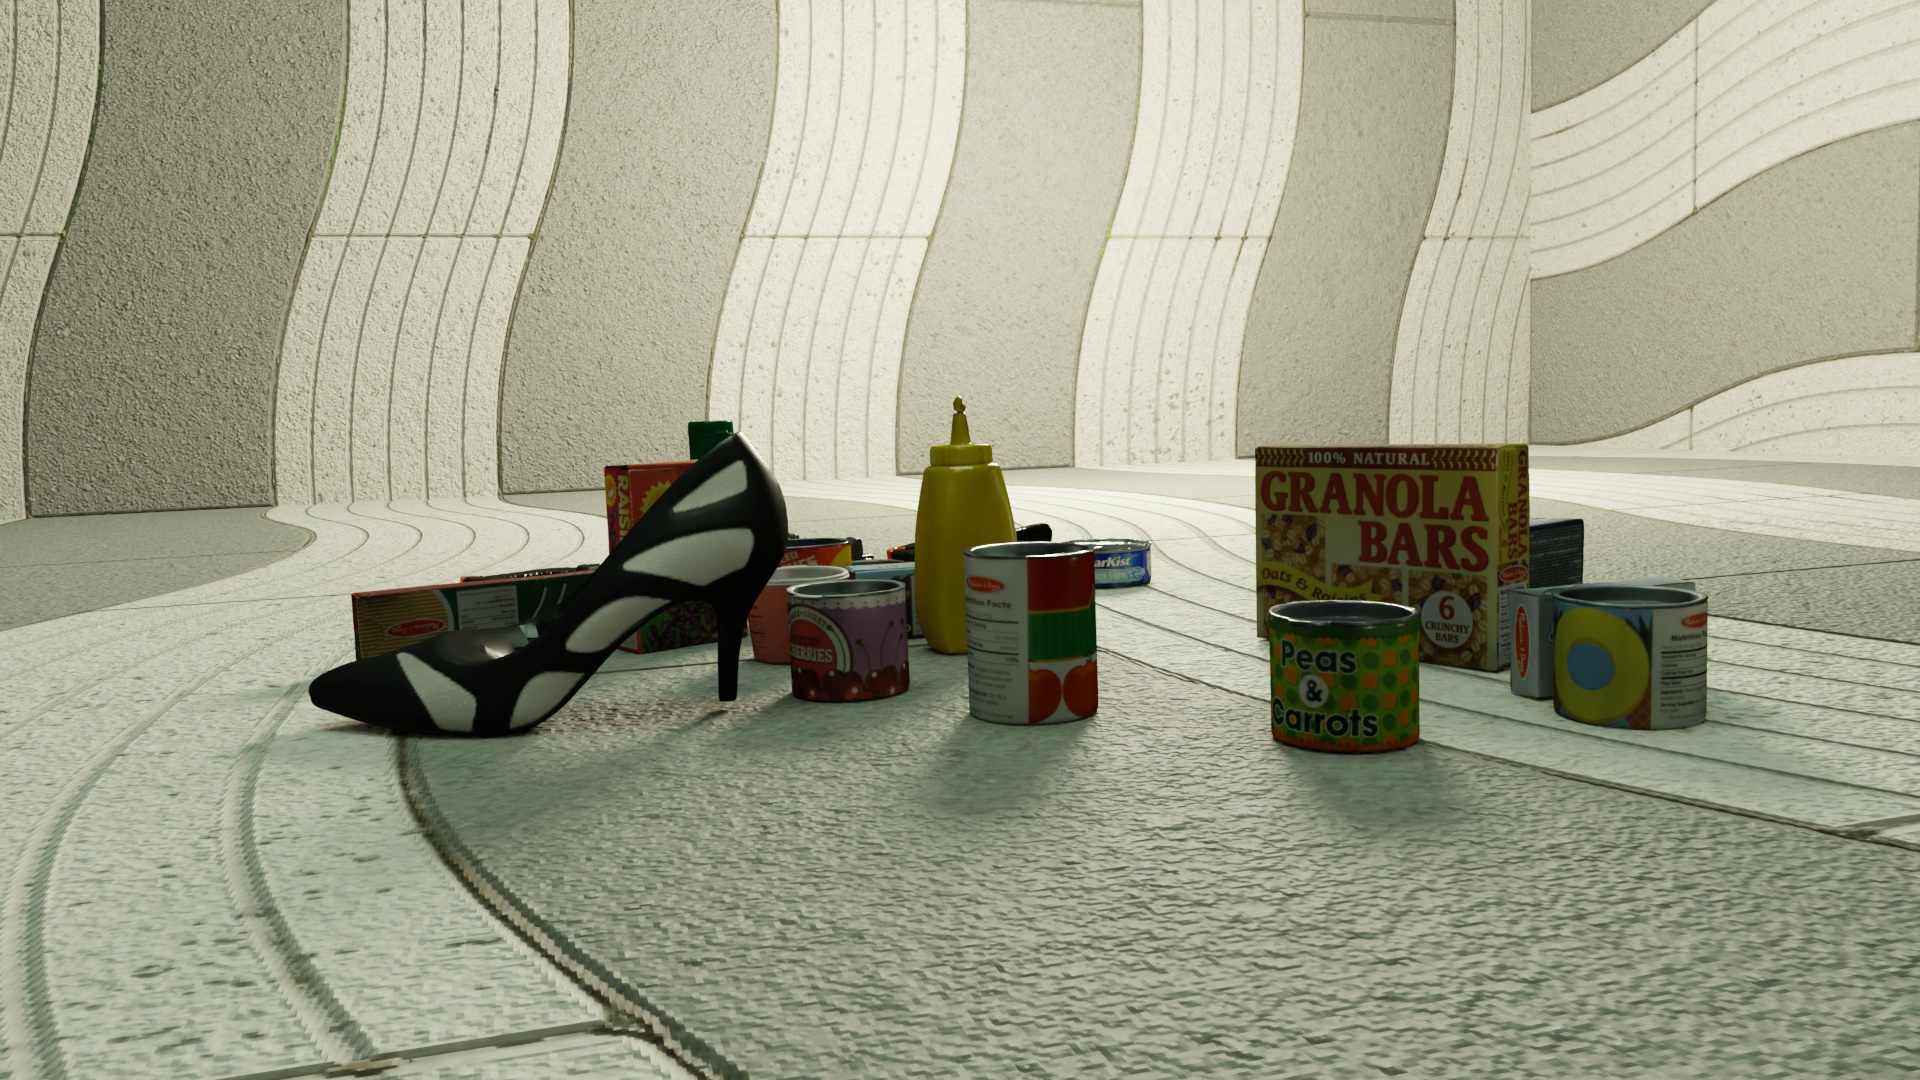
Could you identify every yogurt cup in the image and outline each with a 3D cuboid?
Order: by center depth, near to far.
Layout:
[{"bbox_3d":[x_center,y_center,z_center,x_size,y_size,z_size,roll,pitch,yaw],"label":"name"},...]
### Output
[{"bbox_3d":[-0.103,0.046,0.870,0.072,0.054,0.072,-2,6,0],"label":"yogurt cup"}]

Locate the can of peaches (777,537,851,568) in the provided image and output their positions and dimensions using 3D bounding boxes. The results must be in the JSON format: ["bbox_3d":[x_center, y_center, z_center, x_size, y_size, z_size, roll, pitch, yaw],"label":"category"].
[{"bbox_3d":[-0.113,0.030,1.018,0.071,0.058,0.071,-2,6,0],"label":"can of peaches"}]

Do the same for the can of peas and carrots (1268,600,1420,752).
[{"bbox_3d":[0.171,0.060,0.624,0.071,0.058,0.071,-2,6,0],"label":"can of peas and carrots"}]

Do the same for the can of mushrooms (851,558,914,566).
[{"bbox_3d":[-0.067,0.035,1.076,0.071,0.033,0.071,-2,6,0],"label":"can of mushrooms"}]

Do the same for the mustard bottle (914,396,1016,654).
[{"bbox_3d":[0.003,-0.011,0.876,0.065,0.160,0.049,-5,6,-28],"label":"mustard bottle"}]

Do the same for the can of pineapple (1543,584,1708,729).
[{"bbox_3d":[0.312,0.053,0.652,0.071,0.057,0.071,-2,6,0],"label":"can of pineapple"}]

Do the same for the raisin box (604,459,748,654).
[{"bbox_3d":[-0.190,0.008,0.933,0.086,0.123,0.040,-6,7,-40],"label":"raisin box"}]

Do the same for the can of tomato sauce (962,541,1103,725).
[{"bbox_3d":[0.037,0.045,0.698,0.071,0.083,0.071,-2,5,0],"label":"can of tomato sauce"}]

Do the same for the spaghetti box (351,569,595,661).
[{"bbox_3d":[-0.274,0.047,0.934,0.251,0.050,0.028,-6,7,-34],"label":"spaghetti box"}]

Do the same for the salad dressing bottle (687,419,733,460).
[{"bbox_3d":[-0.199,-0.024,1.129,0.064,0.147,0.044,-6,7,-37],"label":"salad dressing bottle"}]

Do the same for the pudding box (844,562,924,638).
[{"bbox_3d":[-0.035,0.040,0.934,0.084,0.049,0.030,-4,6,-18],"label":"pudding box"}]

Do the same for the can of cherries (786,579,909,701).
[{"bbox_3d":[-0.063,0.054,0.761,0.071,0.058,0.071,-2,6,0],"label":"can of cherries"}]

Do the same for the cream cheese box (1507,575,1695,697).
[{"bbox_3d":[0.328,0.049,0.711,0.104,0.053,0.024,-4,6,-20],"label":"cream cheese box"}]

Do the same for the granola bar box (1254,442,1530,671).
[{"bbox_3d":[0.252,0.004,0.822,0.039,0.124,0.165,-6,7,-39],"label":"granola bar box"}]
